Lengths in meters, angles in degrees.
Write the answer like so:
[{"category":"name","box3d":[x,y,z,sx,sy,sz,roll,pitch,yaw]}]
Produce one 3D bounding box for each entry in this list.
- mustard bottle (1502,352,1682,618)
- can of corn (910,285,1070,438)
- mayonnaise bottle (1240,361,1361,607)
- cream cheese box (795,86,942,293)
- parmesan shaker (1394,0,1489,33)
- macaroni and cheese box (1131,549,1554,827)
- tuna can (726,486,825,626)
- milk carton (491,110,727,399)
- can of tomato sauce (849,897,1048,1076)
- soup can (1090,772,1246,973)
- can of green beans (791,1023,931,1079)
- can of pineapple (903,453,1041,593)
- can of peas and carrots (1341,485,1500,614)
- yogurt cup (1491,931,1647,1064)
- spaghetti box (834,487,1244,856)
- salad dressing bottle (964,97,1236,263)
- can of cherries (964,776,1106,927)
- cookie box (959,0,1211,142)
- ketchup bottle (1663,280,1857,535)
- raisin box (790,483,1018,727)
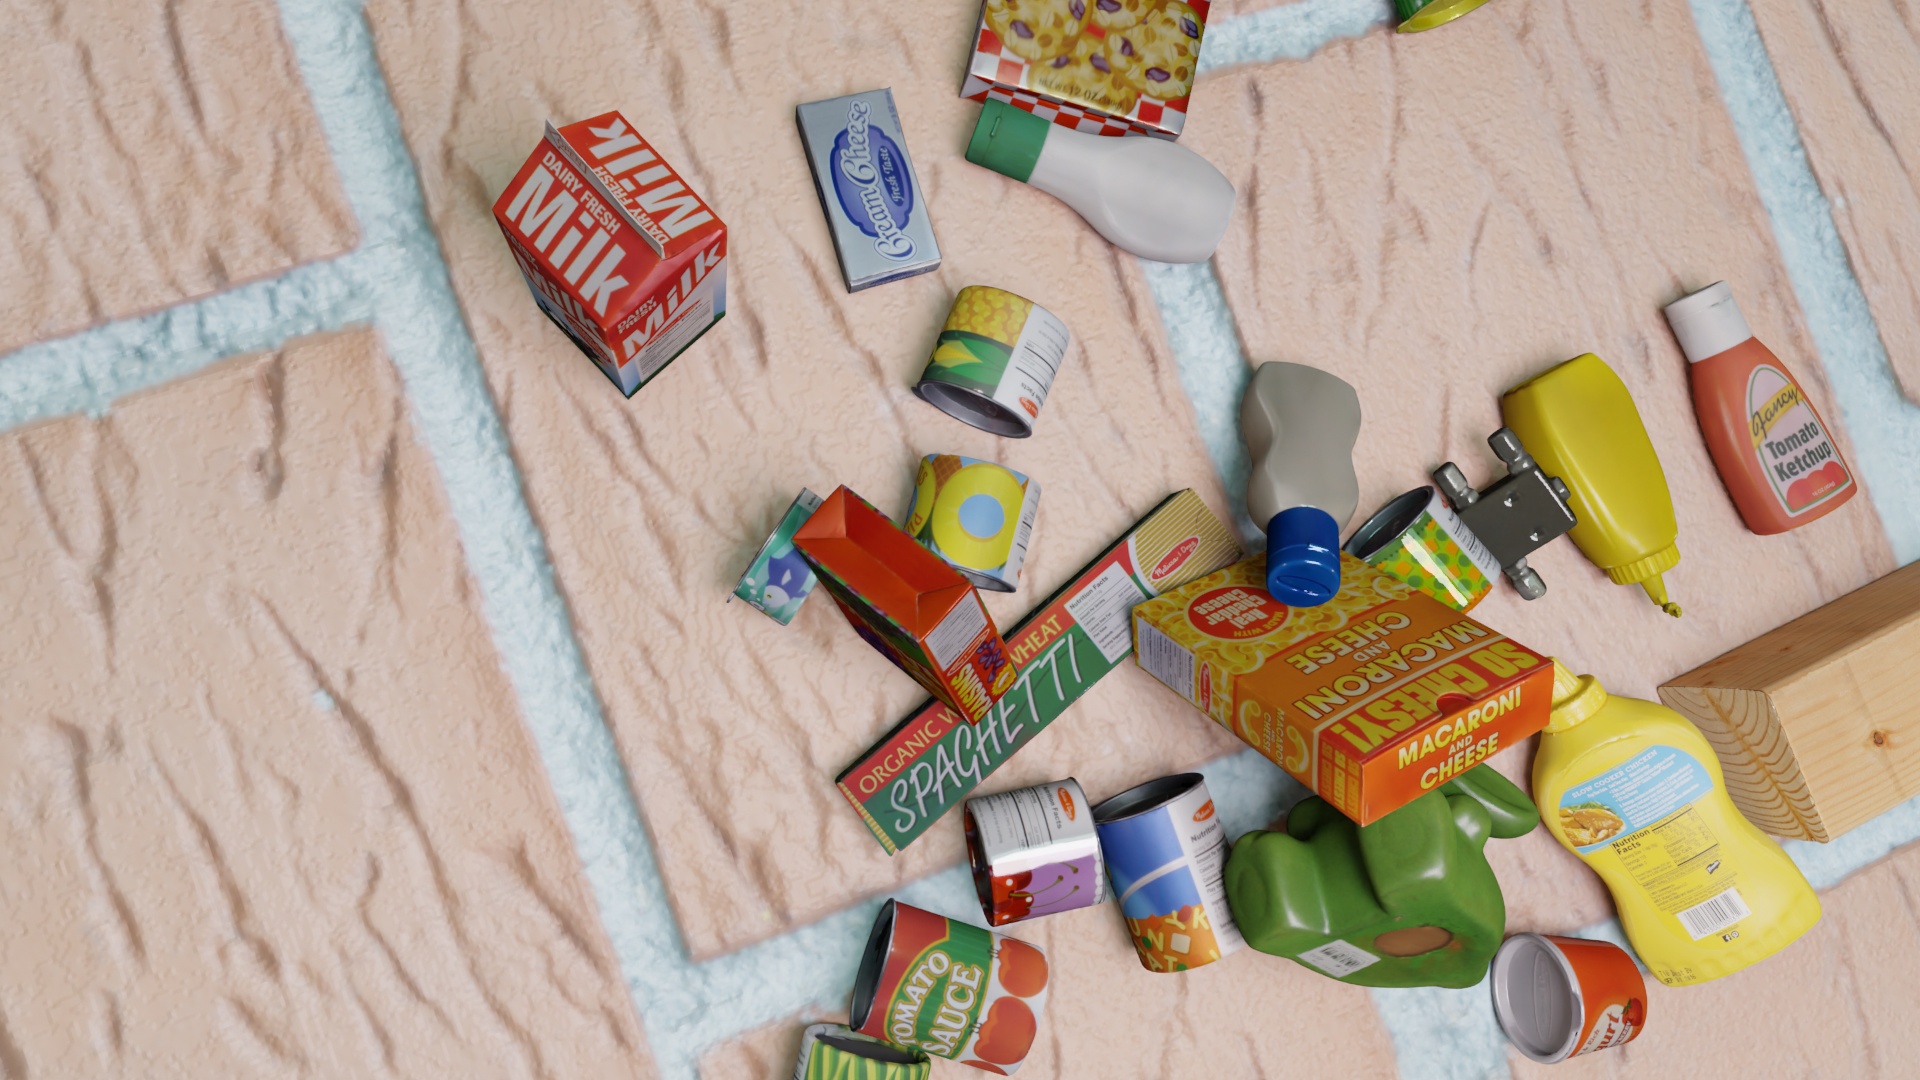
[{"category":"mustard bottle","box3d":[0.372,-0.026,0.799,0.065,0.048,0.160,-25,89,-11]},{"category":"can of corn","box3d":[0.016,-0.095,0.737,0.071,0.071,0.058,24,80,-7]},{"category":"mayonnaise bottle","box3d":[0.180,-0.032,0.734,0.065,0.041,0.149,16,48,-4]},{"category":"cream cheese box","box3d":[-0.050,-0.191,0.755,0.053,0.024,0.104,-16,87,-11]},{"category":"parmesan shaker","box3d":[0.269,-0.359,0.809,0.071,0.071,0.103,-21,88,-11]},{"category":"macaroni and cheese box","box3d":[0.184,0.060,0.689,0.124,0.167,0.040,-21,121,-24]},{"category":"tuna can","box3d":[-0.086,0.011,0.706,0.033,0.071,0.071,34,80,-6]},{"category":"milk carton","box3d":[-0.158,-0.132,0.645,0.073,0.190,0.072,-44,93,-11]},{"category":"can of tomato sauce","box3d":[-0.006,0.225,0.695,0.083,0.071,0.071,20,81,-8]},{"category":"soup can","box3d":[0.108,0.173,0.725,0.071,0.071,0.083,-20,89,-11]},{"category":"can of green beans","box3d":[-0.052,0.277,0.684,0.071,0.071,0.058,15,82,-8]},{"category":"can of pineapple","box3d":[0.003,-0.009,0.724,0.071,0.071,0.058,16,81,-8]},{"category":"can of peas and carrots","box3d":[0.251,0.014,0.766,0.071,0.071,0.058,-43,93,-11]},{"category":"yogurt cup","box3d":[0.333,0.247,0.756,0.054,0.072,0.072,2,84,-18]},{"category":"spaghetti box","box3d":[0.043,0.067,0.742,0.250,0.028,0.050,-39,92,-12]},{"category":"salad dressing bottle","box3d":[0.077,-0.201,0.769,0.148,0.044,0.064,21,92,-6]},{"category":"can of cherries","box3d":[0.037,0.162,0.713,0.058,0.071,0.071,-10,86,-11]},{"category":"cookie box","box3d":[0.079,-0.316,0.784,0.123,0.040,0.167,14,83,-8]},{"category":"ketchup bottle","box3d":[0.469,-0.081,0.825,0.065,0.043,0.149,-26,88,-11]},{"category":"raisin box","box3d":[-0.024,0.034,0.672,0.086,0.123,0.040,35,76,25]}]
